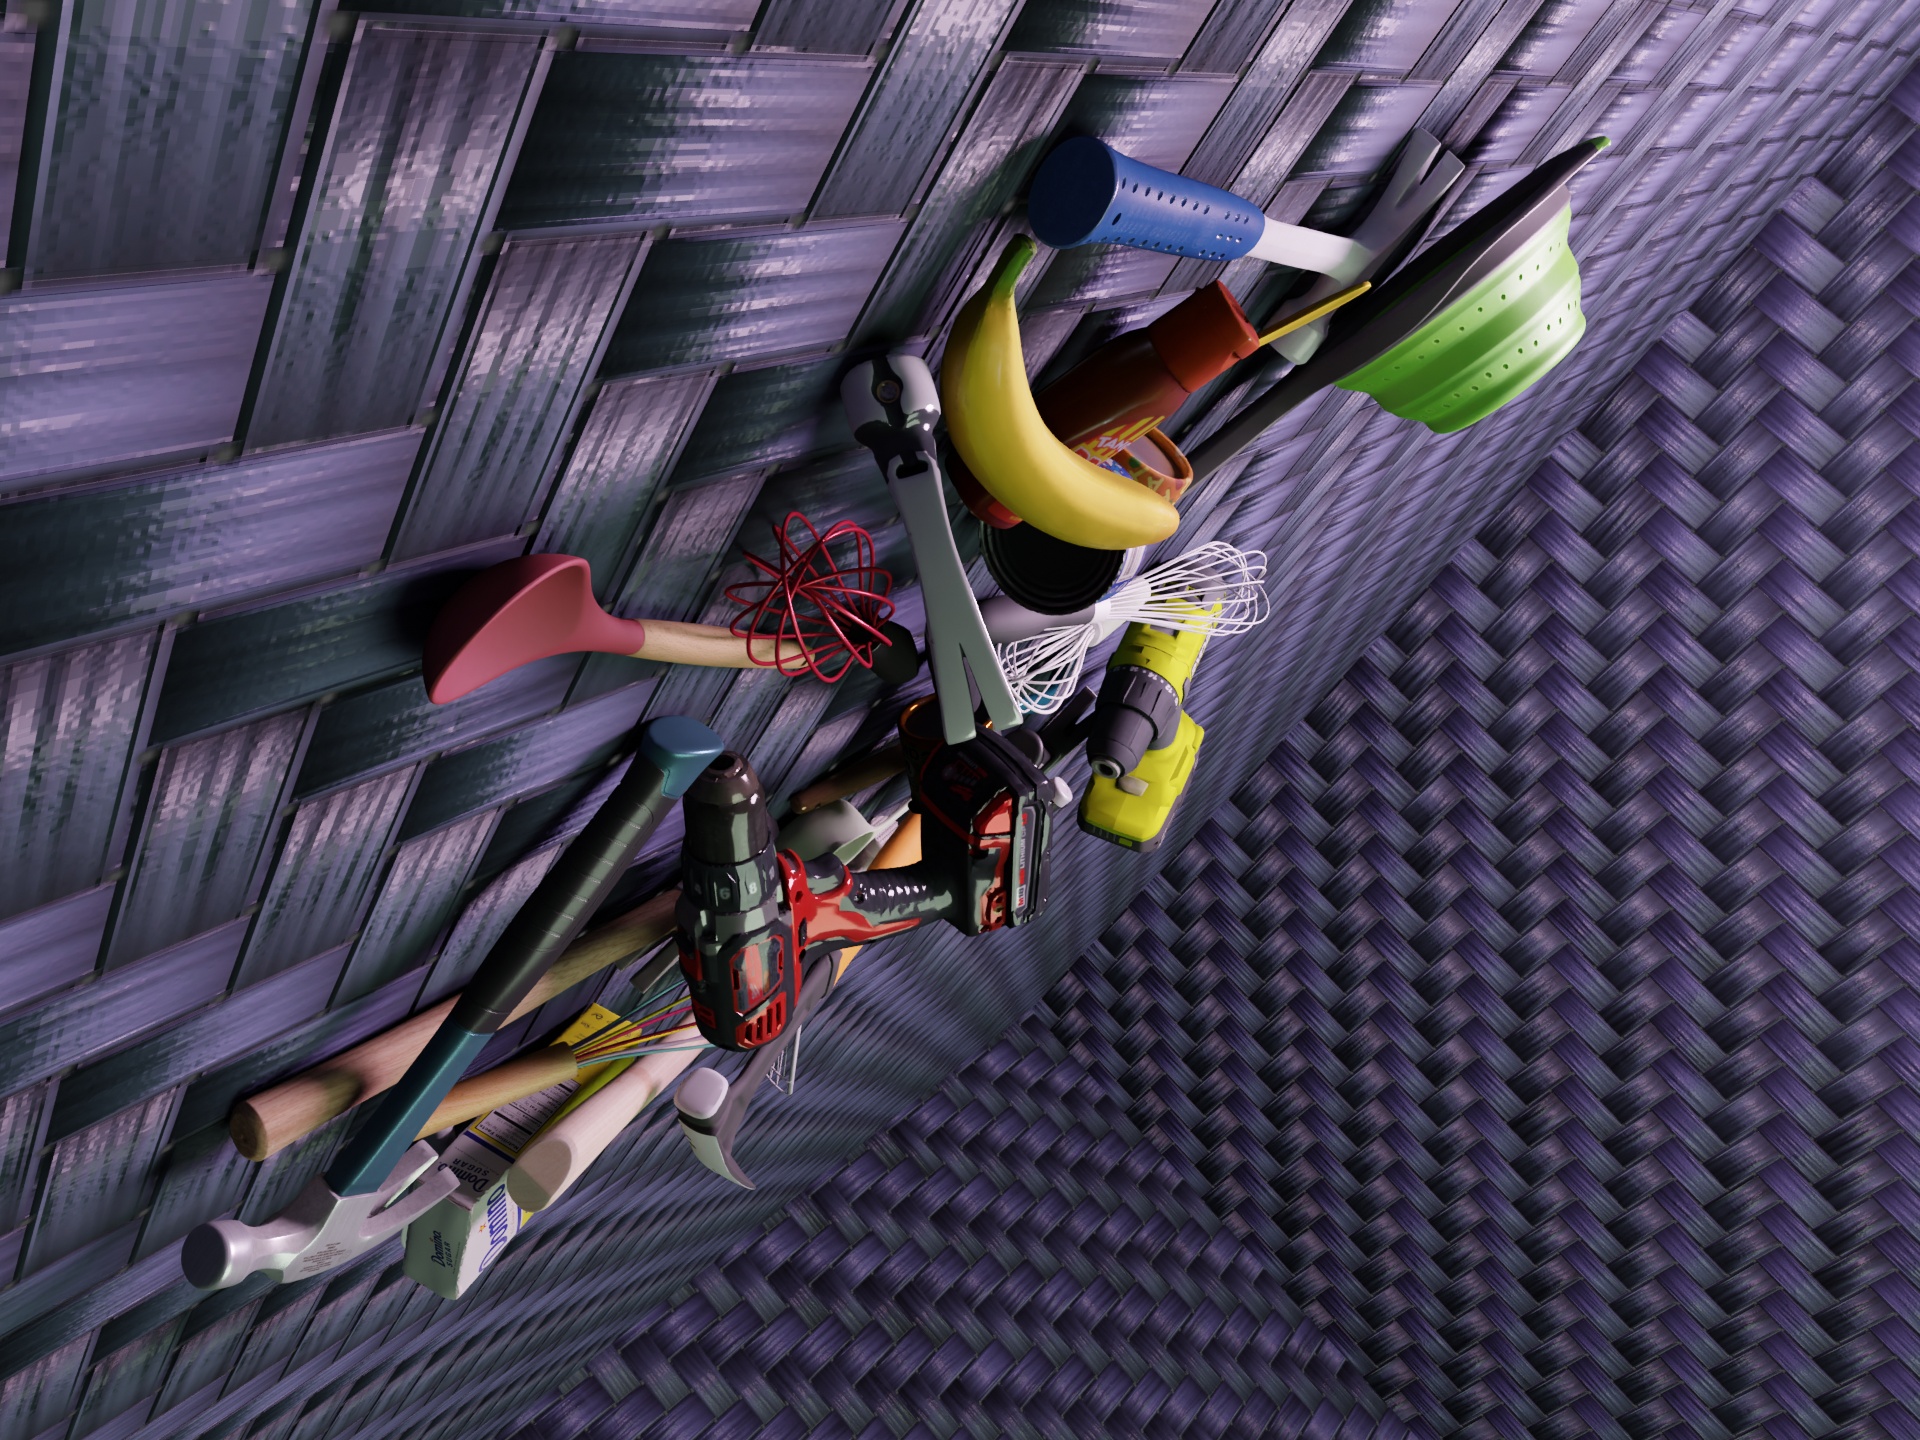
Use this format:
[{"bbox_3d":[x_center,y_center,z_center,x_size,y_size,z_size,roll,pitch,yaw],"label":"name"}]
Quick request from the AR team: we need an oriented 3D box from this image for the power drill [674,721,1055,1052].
[{"bbox_3d":[-0.059,0.075,0.909,0.226,0.080,0.187,-20,129,-28],"label":"power drill"}]

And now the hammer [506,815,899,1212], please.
[{"bbox_3d":[-0.165,0.198,1.070,0.146,0.038,0.411,-52,174,32],"label":"hammer"}]

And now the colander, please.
[{"bbox_3d":[0.253,-0.196,1.002,0.397,0.094,0.204,-38,-173,10],"label":"colander"}]

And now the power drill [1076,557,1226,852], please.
[{"bbox_3d":[0.144,0.007,1.261,0.228,0.080,0.191,88,26,-56],"label":"power drill"}]

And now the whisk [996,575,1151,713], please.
[{"bbox_3d":[0.083,-0.061,1.099,0.058,0.059,0.246,-33,-177,32],"label":"whisk"}]

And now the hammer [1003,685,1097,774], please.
[{"bbox_3d":[0.056,0.026,1.241,0.146,0.035,0.334,-43,175,2],"label":"hammer"}]

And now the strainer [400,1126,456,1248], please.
[{"bbox_3d":[-0.316,0.261,0.969,0.087,0.050,0.258,-40,161,-33],"label":"strainer"}]

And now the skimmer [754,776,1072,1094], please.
[{"bbox_3d":[-0.038,0.172,1.279,0.363,0.090,0.127,-37,-157,20],"label":"skimmer"}]

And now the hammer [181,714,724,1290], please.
[{"bbox_3d":[-0.225,0.133,0.759,0.331,0.033,0.128,-52,158,4],"label":"hammer"}]

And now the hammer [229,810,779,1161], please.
[{"bbox_3d":[-0.237,0.146,0.861,0.331,0.031,0.130,-26,158,-50],"label":"hammer"}]

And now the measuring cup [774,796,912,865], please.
[{"bbox_3d":[-0.065,0.058,1.068,0.167,0.038,0.083,-37,170,-25],"label":"measuring cup"}]

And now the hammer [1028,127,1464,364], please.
[{"bbox_3d":[0.144,-0.240,0.768,0.144,0.035,0.405,-50,165,28],"label":"hammer"}]

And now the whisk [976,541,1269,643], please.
[{"bbox_3d":[0.108,-0.079,1.051,0.284,0.070,0.070,-11,148,-41],"label":"whisk"}]

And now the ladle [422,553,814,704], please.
[{"bbox_3d":[-0.122,-0.033,0.654,0.069,0.031,0.315,-44,169,12],"label":"ladle"}]

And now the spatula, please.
[{"bbox_3d":[-0.002,-0.004,1.106,0.317,0.044,0.082,-25,159,-41],"label":"spatula"}]

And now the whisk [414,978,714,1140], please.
[{"bbox_3d":[-0.207,0.191,0.923,0.245,0.051,0.047,-17,178,-35],"label":"whisk"}]

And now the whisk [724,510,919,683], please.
[{"bbox_3d":[-0.052,-0.044,0.762,0.073,0.073,0.295,-44,172,3],"label":"whisk"}]

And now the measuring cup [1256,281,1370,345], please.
[{"bbox_3d":[0.124,-0.186,0.755,0.156,0.029,0.062,-18,-177,45],"label":"measuring cup"}]

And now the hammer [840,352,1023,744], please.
[{"bbox_3d":[-0.006,-0.043,0.796,0.036,0.149,0.409,-16,172,0],"label":"hammer"}]

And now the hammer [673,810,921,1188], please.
[{"bbox_3d":[-0.080,0.157,1.089,0.337,0.034,0.127,-55,156,-31],"label":"hammer"}]
